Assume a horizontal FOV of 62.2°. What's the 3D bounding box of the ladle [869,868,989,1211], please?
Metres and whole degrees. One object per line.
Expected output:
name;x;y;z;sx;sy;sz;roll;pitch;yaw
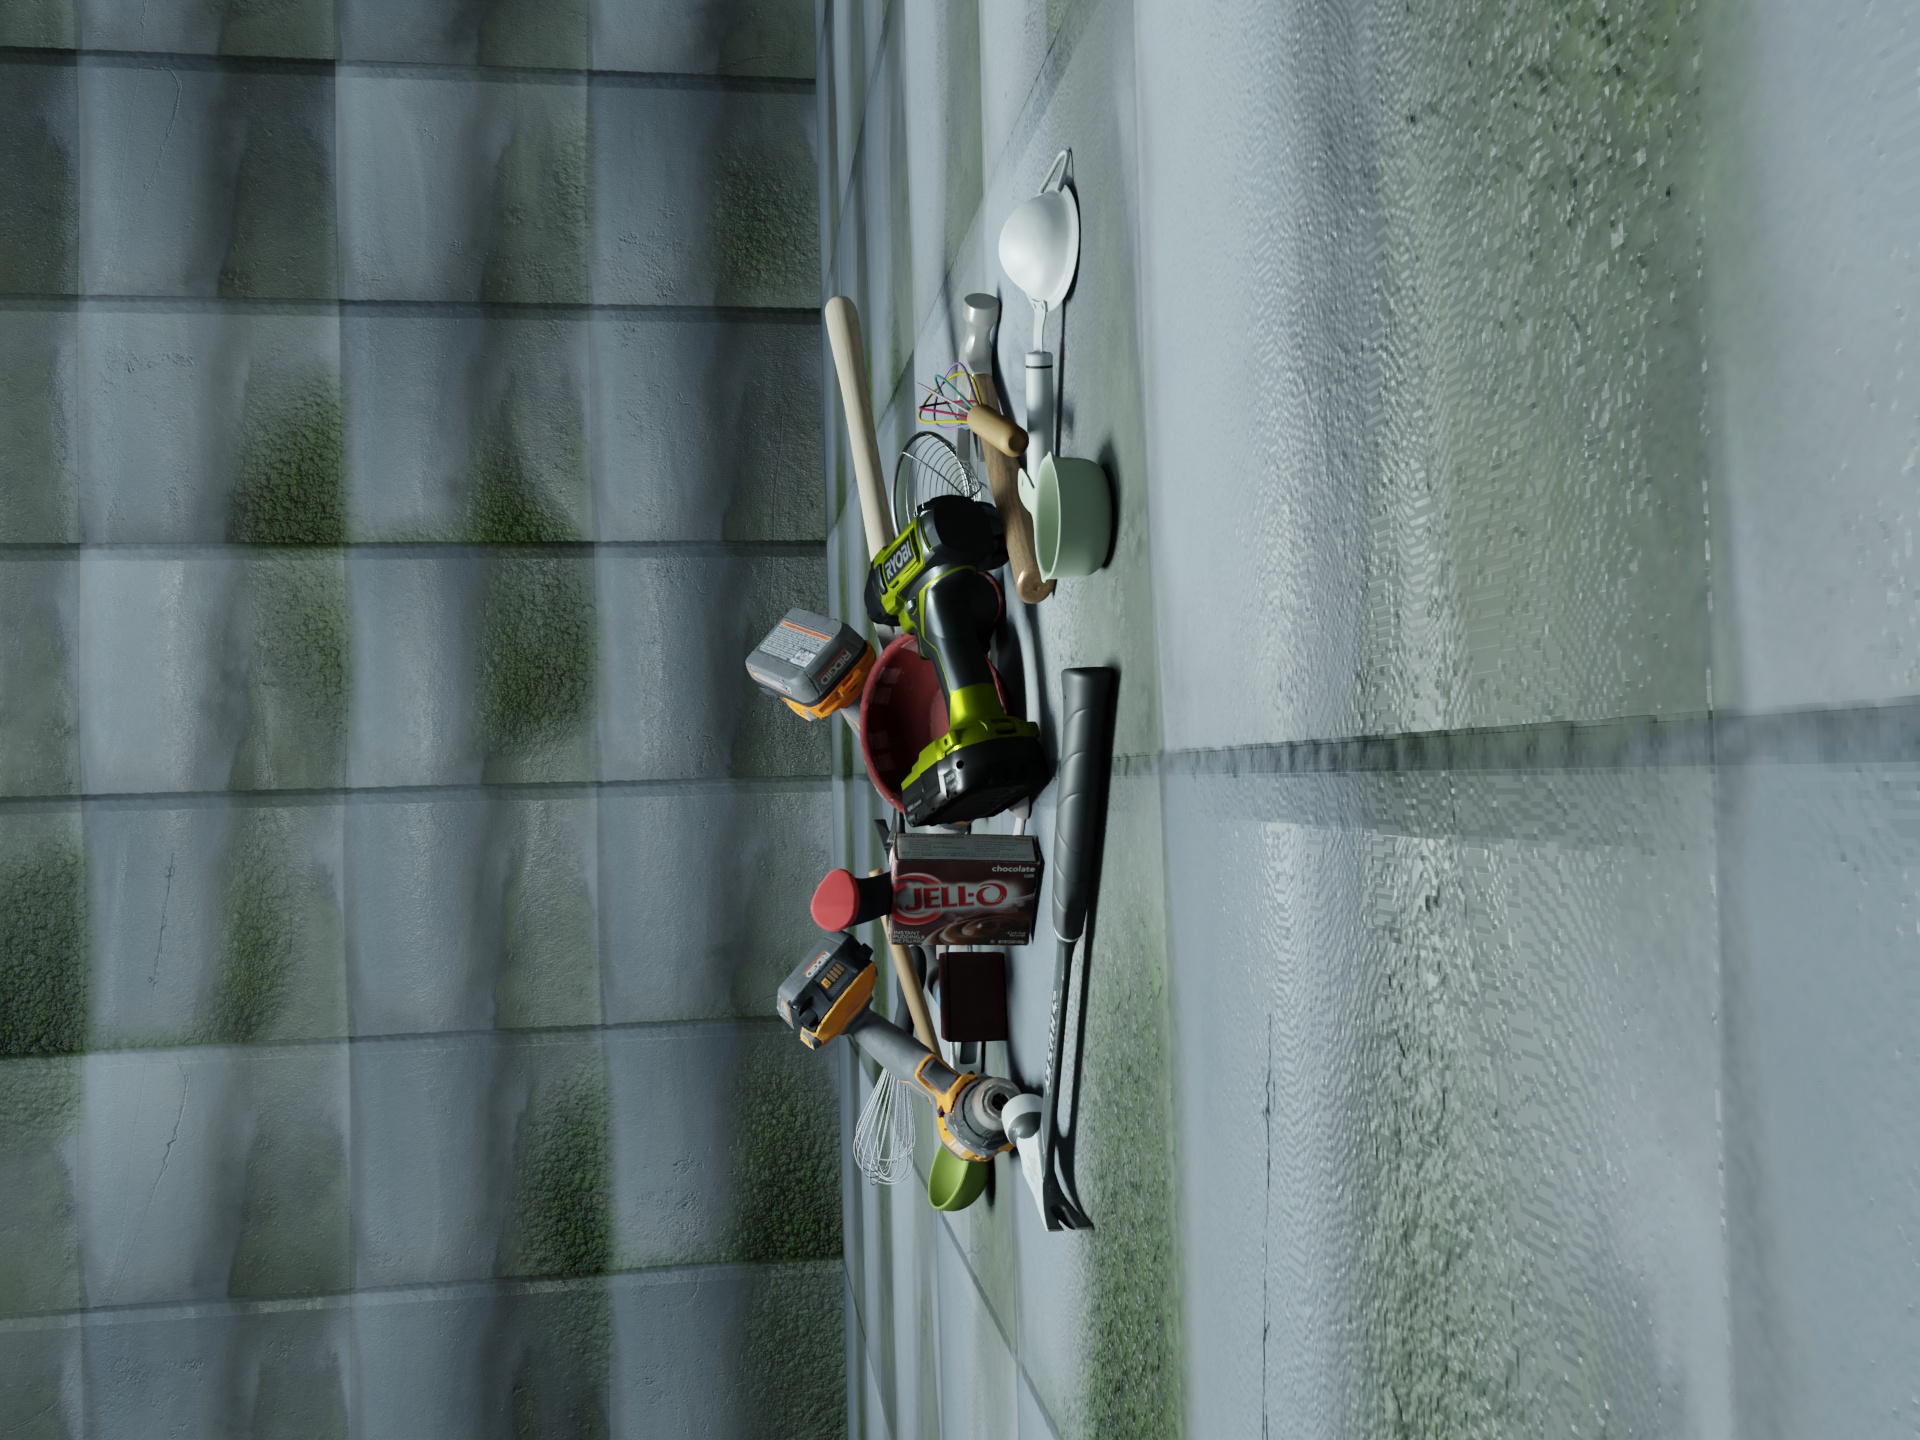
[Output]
ladle;-0.041;0.294;1.468;0.078;0.062;0.320;-19;88;67

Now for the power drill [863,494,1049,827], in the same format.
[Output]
power drill;-0.014;-0.038;1.225;0.171;0.080;0.223;-39;61;58

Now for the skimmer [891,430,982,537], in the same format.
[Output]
skimmer;-0.042;-0.205;1.537;0.363;0.090;0.127;-148;54;-80

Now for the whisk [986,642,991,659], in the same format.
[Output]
whisk;-0.002;-0.005;1.478;0.058;0.059;0.246;-52;-23;-37

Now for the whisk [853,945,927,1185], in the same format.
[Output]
whisk;-0.065;0.364;1.666;0.070;0.070;0.284;-114;32;-68

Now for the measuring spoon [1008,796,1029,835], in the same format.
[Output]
measuring spoon;0.040;0.092;1.285;0.124;0.018;0.034;97;168;-46

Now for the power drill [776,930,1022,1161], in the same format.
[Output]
power drill;-0.042;0.270;1.297;0.084;0.226;0.185;-48;-8;-19

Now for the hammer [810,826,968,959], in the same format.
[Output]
hammer;-0.050;0.160;1.374;0.386;0.038;0.143;2;-93;-77

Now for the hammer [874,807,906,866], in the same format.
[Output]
hammer;-0.063;-0.021;1.651;0.127;0.034;0.336;-121;32;-71

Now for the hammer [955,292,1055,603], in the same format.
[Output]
hammer;0.032;-0.203;1.257;0.332;0.031;0.130;-101;14;-47

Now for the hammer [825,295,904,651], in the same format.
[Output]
hammer;-0.086;-0.235;1.480;0.146;0.038;0.411;74;-176;-64

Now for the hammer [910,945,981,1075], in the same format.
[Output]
hammer;-0.017;0.277;1.634;0.331;0.033;0.128;-135;45;-78

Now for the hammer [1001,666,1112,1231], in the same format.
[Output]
hammer;0.069;0.153;1.055;0.149;0.036;0.408;-112;23;-64

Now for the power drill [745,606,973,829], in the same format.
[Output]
power drill;-0.090;0.002;1.448;0.226;0.084;0.164;48;165;-31

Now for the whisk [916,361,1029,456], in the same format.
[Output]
whisk;0.008;-0.224;1.180;0.245;0.047;0.051;-124;17;-66

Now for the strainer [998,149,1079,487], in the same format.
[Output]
strainer;0.053;-0.257;1.097;0.087;0.050;0.258;-145;50;-61

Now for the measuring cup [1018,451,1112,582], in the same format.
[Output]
measuring cup;0.065;-0.142;1.034;0.168;0.038;0.083;-109;20;-69
